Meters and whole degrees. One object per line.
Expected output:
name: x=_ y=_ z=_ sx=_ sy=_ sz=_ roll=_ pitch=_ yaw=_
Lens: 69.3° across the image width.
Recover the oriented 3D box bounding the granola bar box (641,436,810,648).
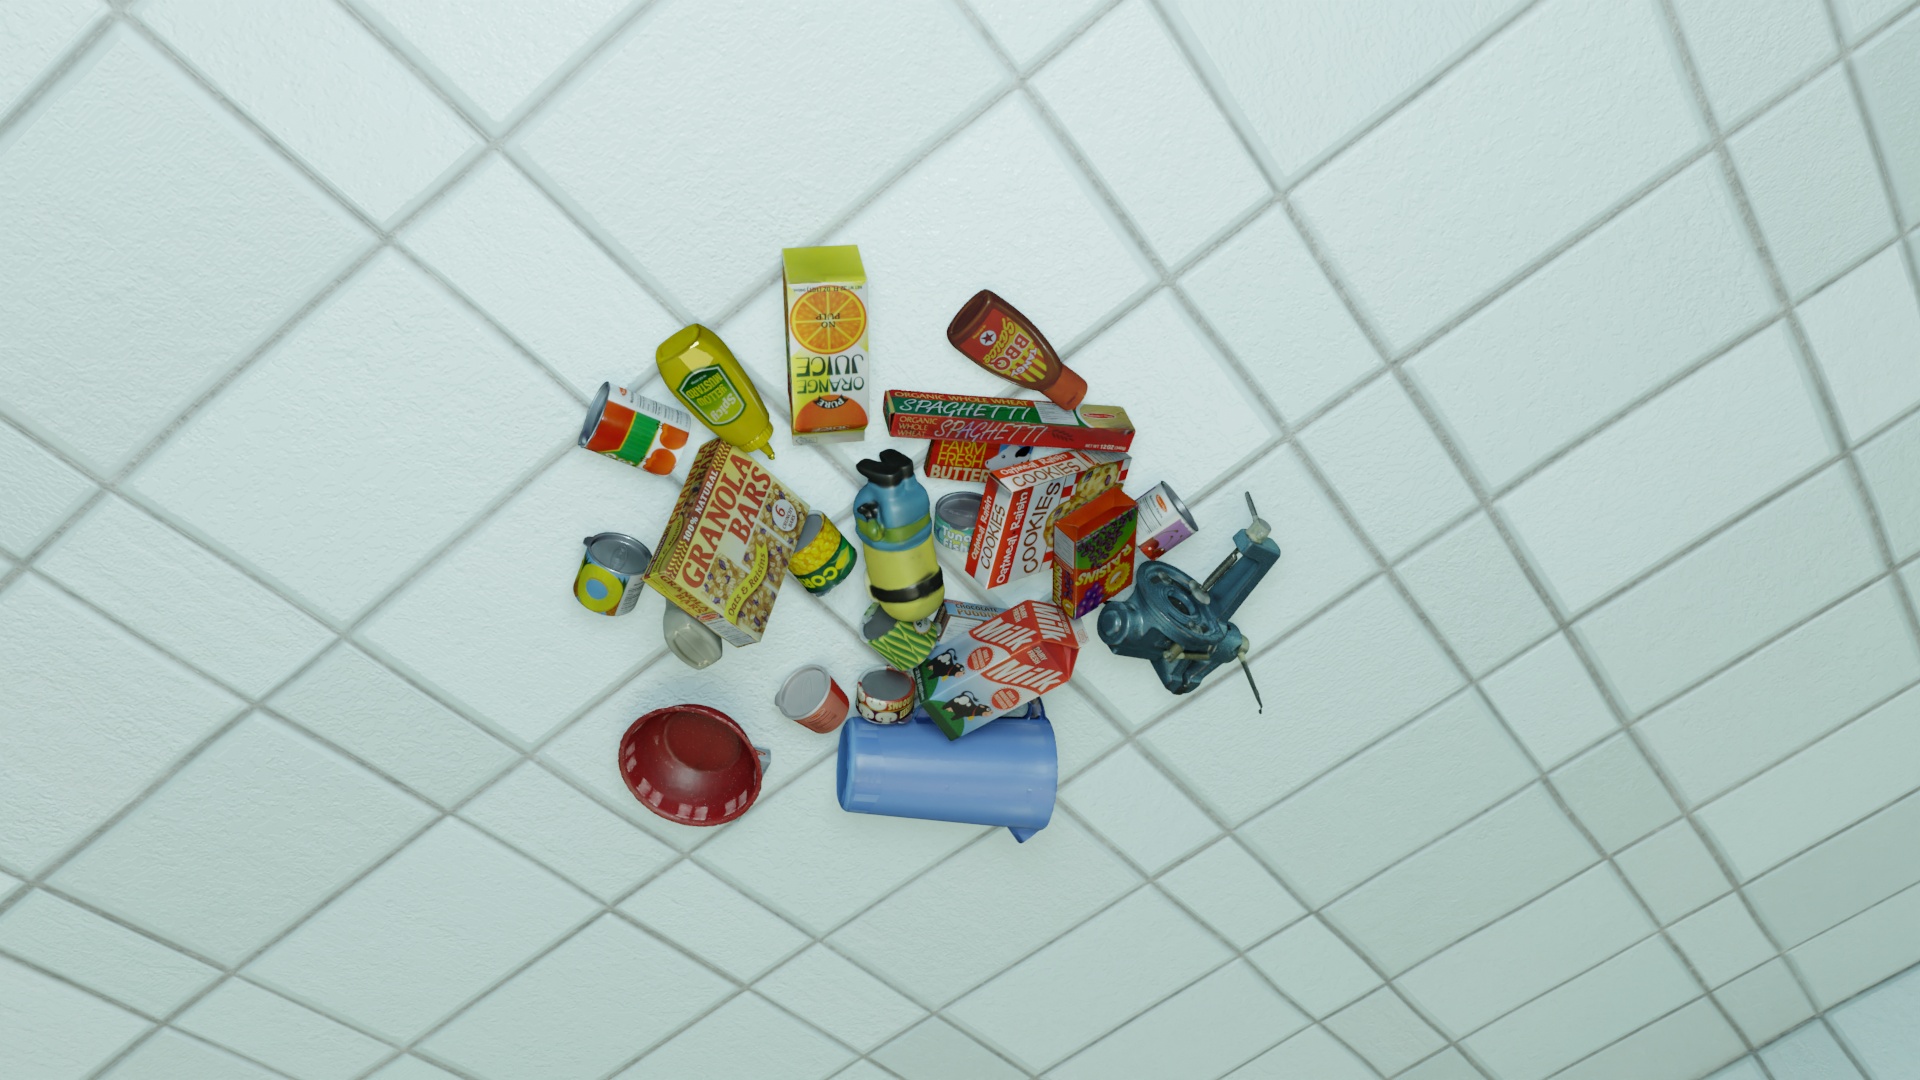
granola bar box: x=-0.222 y=0.001 z=1.335 sx=0.039 sy=0.166 sz=0.124 roll=-17 pitch=134 yaw=39

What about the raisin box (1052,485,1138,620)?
raisin box: x=0.139 y=0.014 z=1.436 sx=0.086 sy=0.040 sz=0.122 roll=-31 pitch=143 yaw=-24

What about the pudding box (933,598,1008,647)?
pudding box: x=0.013 y=0.097 z=1.539 sx=0.084 sy=0.030 sz=0.049 roll=11 pitch=122 yaw=-20

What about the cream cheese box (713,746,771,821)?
cream cheese box: x=-0.264 y=0.280 z=1.616 sx=0.053 sy=0.024 sz=0.103 roll=18 pitch=120 yaw=-22

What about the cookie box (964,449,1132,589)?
cookie box: x=0.089 y=-0.027 z=1.414 sx=0.168 sy=0.040 sz=0.122 roll=-17 pitch=134 yaw=-37

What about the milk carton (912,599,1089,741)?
milk carton: x=0.049 y=0.132 z=1.506 sx=0.190 sy=0.073 sz=0.073 roll=-29 pitch=126 yaw=9

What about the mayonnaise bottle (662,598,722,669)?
mayonnaise bottle: x=-0.265 y=0.059 z=1.374 sx=0.041 sy=0.149 sz=0.064 roll=-29 pitch=127 yaw=11

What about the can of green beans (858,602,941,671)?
can of green beans: x=-0.067 y=0.098 z=1.499 sx=0.071 sy=0.071 sz=0.057 roll=-36 pitch=125 yaw=14

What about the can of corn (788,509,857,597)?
can of corn: x=-0.149 y=0.013 z=1.416 sx=0.071 sy=0.071 sz=0.058 roll=-31 pitch=125 yaw=11

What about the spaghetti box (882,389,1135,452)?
spaghetti box: x=0.047 y=-0.119 z=1.375 sx=0.250 sy=0.050 sz=0.028 roll=3 pitch=124 yaw=-14

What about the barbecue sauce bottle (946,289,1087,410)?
barbecue sauce bottle: x=0.060 y=-0.178 z=1.339 sx=0.148 sy=0.044 sz=0.064 roll=32 pitch=112 yaw=-30

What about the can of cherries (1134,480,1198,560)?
can of cherries: x=0.211 y=-0.019 z=1.475 sx=0.058 sy=0.072 sz=0.071 roll=-37 pitch=125 yaw=15

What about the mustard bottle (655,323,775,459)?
mustard bottle: x=-0.219 y=-0.130 z=1.309 sx=0.065 sy=0.049 sz=0.159 roll=-31 pitch=126 yaw=11

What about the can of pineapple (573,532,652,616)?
can of pineapple: x=-0.350 y=0.033 z=1.390 sx=0.071 sy=0.071 sz=0.057 roll=15 pitch=121 yaw=-22

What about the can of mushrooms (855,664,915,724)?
can of mushrooms: x=-0.082 y=0.172 z=1.548 sx=0.071 sy=0.071 sz=0.033 roll=-1 pitch=125 yaw=-11

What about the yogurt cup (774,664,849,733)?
yogurt cup: x=-0.160 y=0.179 z=1.541 sx=0.072 sy=0.073 sz=0.053 roll=-31 pitch=134 yaw=11

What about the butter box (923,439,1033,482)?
butter box: x=0.018 y=-0.086 z=1.409 sx=0.103 sy=0.024 sz=0.052 roll=4 pitch=124 yaw=-16

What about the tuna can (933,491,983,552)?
tuna can: x=0.005 y=-0.018 z=1.427 sx=0.071 sy=0.071 sz=0.032 roll=-2 pitch=127 yaw=-11

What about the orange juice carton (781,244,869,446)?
orange juice carton: x=-0.124 y=-0.170 z=1.286 sx=0.072 sy=0.073 sz=0.191 roll=-5 pitch=127 yaw=-9

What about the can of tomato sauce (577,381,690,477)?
can of tomato sauce: x=-0.305 y=-0.101 z=1.300 sx=0.083 sy=0.071 sz=0.071 roll=22 pitch=119 yaw=-26
